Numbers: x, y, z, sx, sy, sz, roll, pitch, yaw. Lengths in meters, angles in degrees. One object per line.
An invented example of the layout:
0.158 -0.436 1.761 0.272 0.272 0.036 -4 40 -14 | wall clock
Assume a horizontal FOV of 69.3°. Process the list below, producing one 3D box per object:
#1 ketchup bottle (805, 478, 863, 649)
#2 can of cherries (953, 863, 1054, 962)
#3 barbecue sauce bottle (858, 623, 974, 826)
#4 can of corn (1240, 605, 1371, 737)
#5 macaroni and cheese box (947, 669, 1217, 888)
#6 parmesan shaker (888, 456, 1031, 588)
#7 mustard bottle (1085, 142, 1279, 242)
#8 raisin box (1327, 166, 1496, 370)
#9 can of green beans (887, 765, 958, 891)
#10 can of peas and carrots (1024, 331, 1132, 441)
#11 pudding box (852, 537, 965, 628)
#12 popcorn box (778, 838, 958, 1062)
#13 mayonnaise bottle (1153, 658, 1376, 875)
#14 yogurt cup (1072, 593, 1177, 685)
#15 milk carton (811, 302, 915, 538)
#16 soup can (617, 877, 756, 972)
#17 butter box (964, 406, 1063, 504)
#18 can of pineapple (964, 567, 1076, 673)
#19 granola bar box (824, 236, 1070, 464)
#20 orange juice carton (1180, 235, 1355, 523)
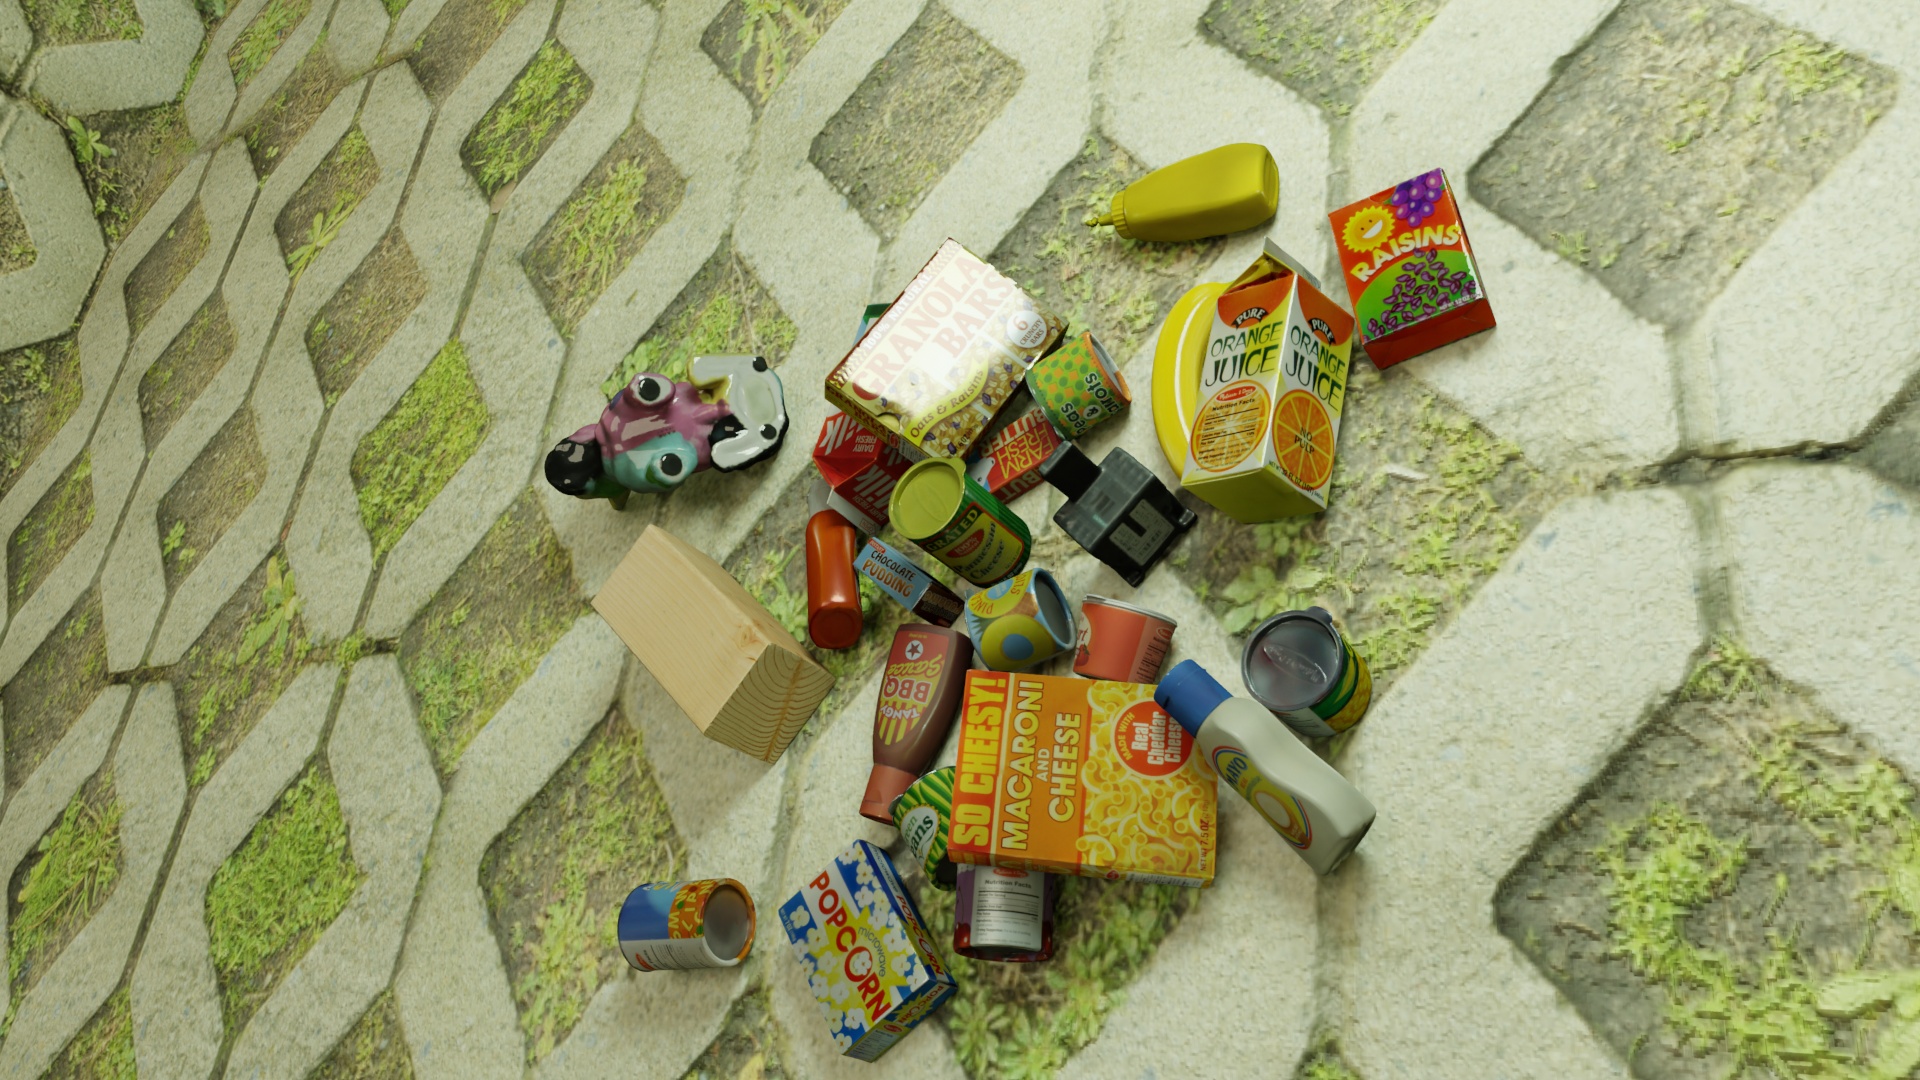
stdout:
-0.106 0.014 1.147 0.043 0.064 0.149 0 50 -10 | ketchup bottle
0.029 0.246 0.921 0.071 0.071 0.058 -13 60 30 | can of cherries
-0.037 0.138 1.039 0.065 0.043 0.149 3 68 35 | barbecue sauce bottle
0.220 0.083 0.877 0.071 0.058 0.071 -17 57 28 | can of corn
0.081 0.154 0.901 0.166 0.040 0.124 5 65 5 | macaroni and cheese box
0.004 -0.013 1.053 0.071 0.103 0.071 -17 58 28 | parmesan shaker
0.173 -0.271 1.112 0.160 0.048 0.065 -5 63 34 | mustard bottle
0.315 -0.192 0.975 0.086 0.040 0.124 -21 55 26 | raisin box
-0.005 0.201 0.967 0.071 0.071 0.058 -45 49 6 | can of green beans
0.092 -0.117 1.073 0.058 0.071 0.071 -32 51 17 | can of peas and carrots
-0.041 0.034 1.094 0.084 0.049 0.030 36 90 42 | pudding box
-0.068 0.287 0.981 0.085 0.038 0.127 -42 49 8 | popcorn box
0.183 0.134 0.851 0.041 0.064 0.148 -33 61 -26 | mayonnaise bottle
0.111 0.073 0.958 0.072 0.072 0.054 10 80 38 | yogurt cup
-0.062 -0.101 1.169 0.073 0.072 0.191 4 67 37 | milk carton
-0.207 0.291 1.060 0.083 0.071 0.071 -13 59 29 | soup can
0.038 -0.061 1.108 0.103 0.024 0.053 -31 51 18 | butter box
0.043 0.058 1.009 0.057 0.071 0.071 -25 54 21 | can of pineapple
-0.010 -0.146 1.114 0.124 0.039 0.166 36 73 6 | granola bar box
0.218 -0.115 0.969 0.073 0.072 0.193 -10 59 49 | orange juice carton
